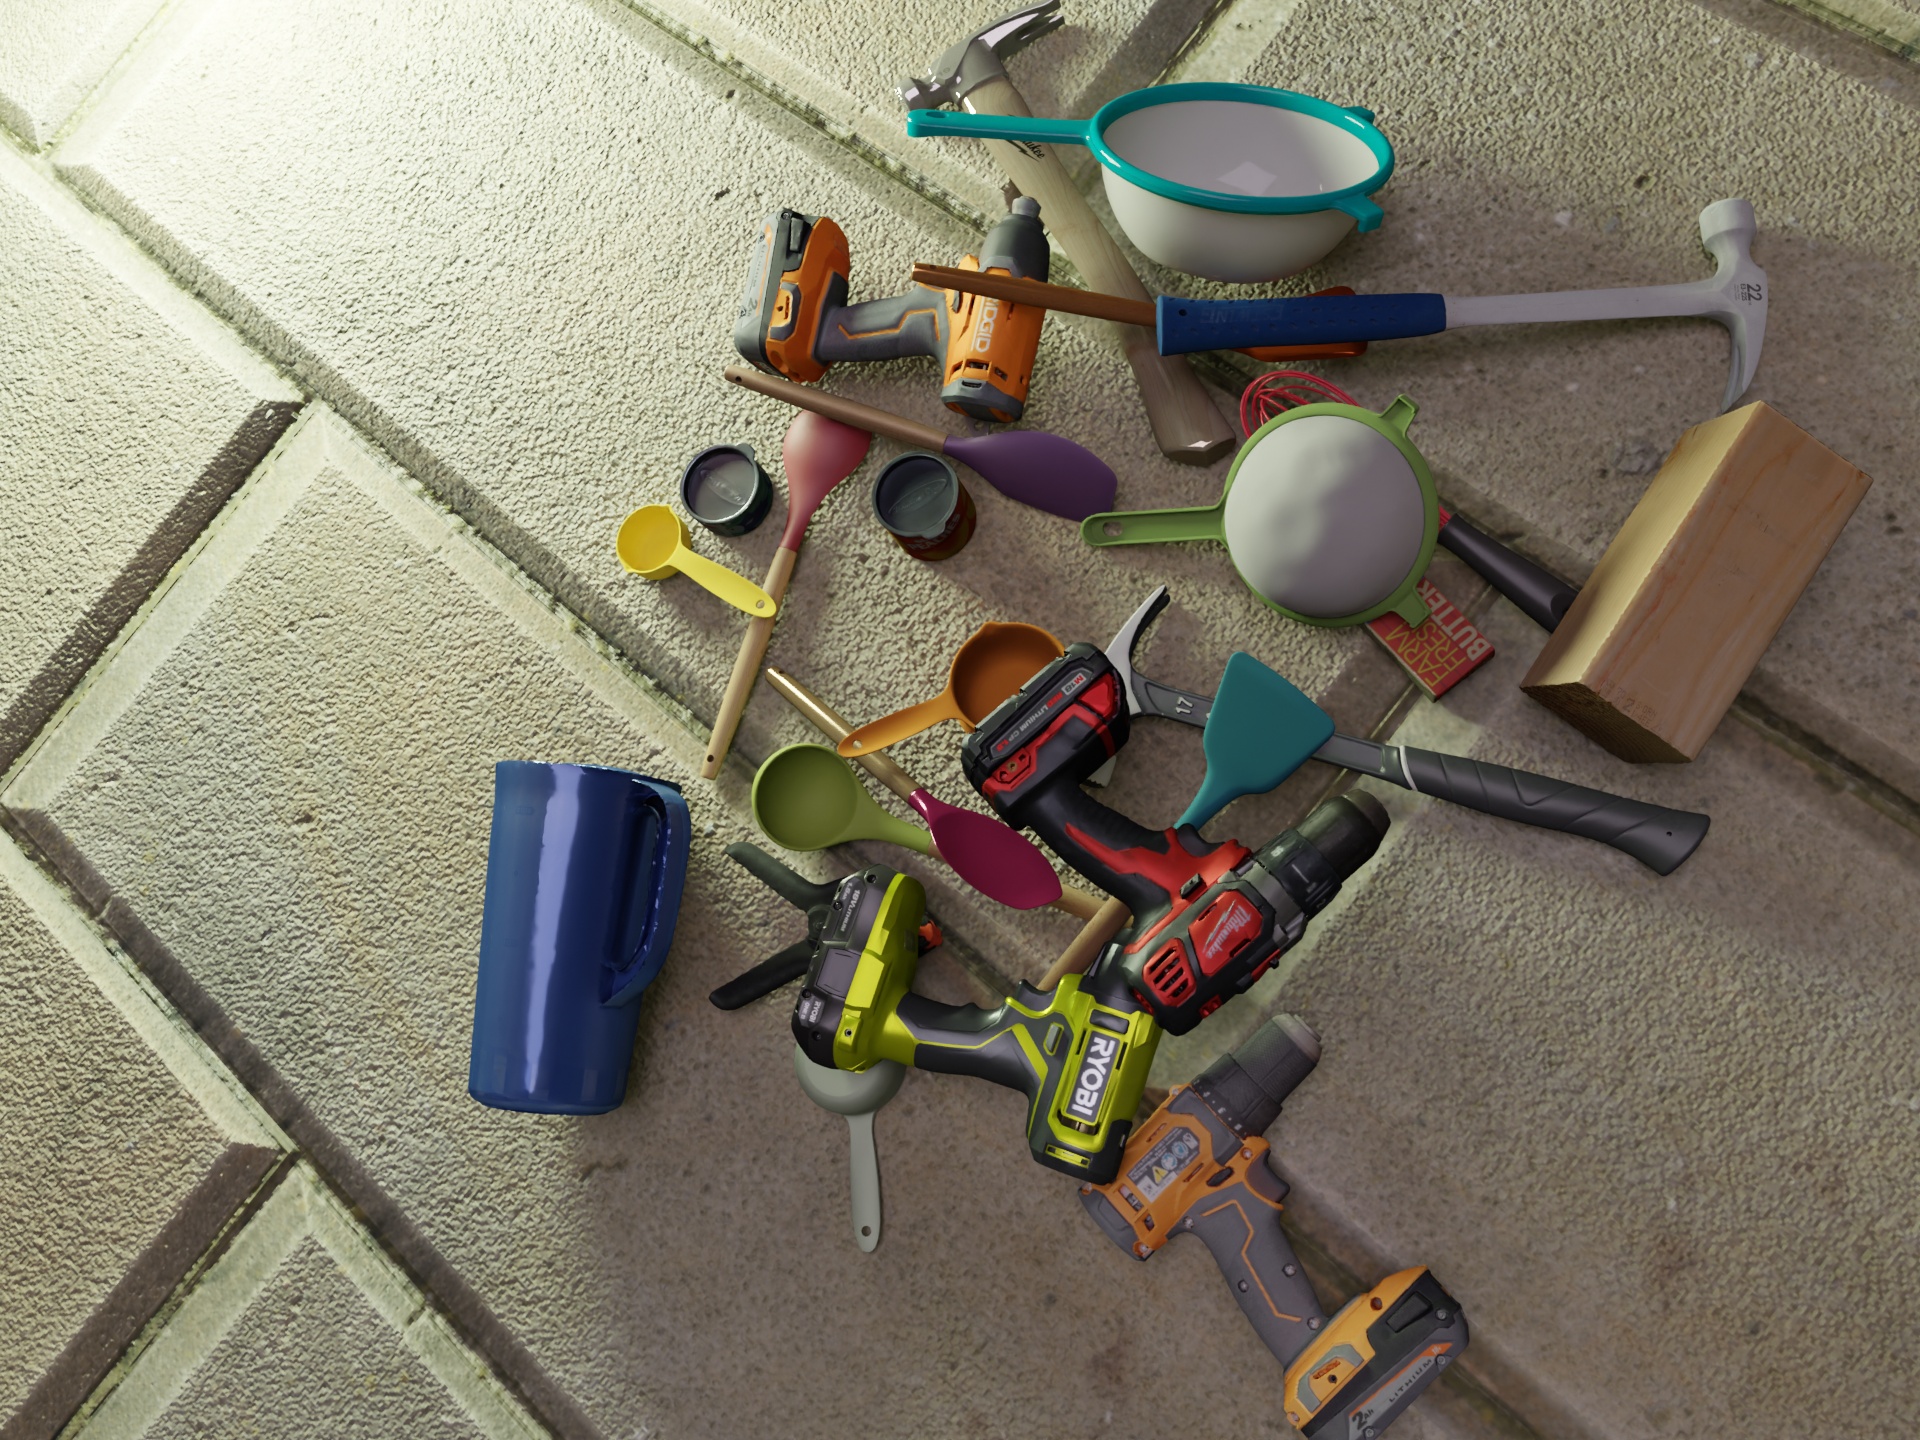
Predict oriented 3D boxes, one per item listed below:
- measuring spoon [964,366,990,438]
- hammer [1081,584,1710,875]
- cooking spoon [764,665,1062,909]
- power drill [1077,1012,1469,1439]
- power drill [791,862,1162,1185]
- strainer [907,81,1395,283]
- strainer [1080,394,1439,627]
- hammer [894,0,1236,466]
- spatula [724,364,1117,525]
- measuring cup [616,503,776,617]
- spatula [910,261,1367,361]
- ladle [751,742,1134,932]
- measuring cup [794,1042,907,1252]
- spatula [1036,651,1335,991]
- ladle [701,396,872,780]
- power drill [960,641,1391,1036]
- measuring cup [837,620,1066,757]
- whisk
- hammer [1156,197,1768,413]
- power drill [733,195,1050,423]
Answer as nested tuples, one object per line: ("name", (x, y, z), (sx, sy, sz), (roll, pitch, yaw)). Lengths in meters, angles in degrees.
("measuring spoon", (0.009, -0.269, 1.216), (0.034, 0.018, 0.124), (-12, 80, 20))
("hammer", (0.279, 0.022, 1.059), (0.409, 0.036, 0.149), (16, 80, 18))
("cooking spoon", (-0.045, 0.040, 1.098), (0.319, 0.068, 0.017), (38, 129, 39))
("power drill", (0.210, 0.311, 0.984), (0.185, 0.084, 0.226), (-46, 65, 0))
("power drill", (0.019, 0.180, 1.028), (0.223, 0.080, 0.171), (16, 79, 17))
("strainer", (0.129, -0.377, 1.134), (0.340, 0.095, 0.211), (7, 42, 6))
("strainer", (0.186, -0.131, 1.071), (0.256, 0.069, 0.151), (1, 104, 32))
("hammer", (0.101, -0.369, 1.202), (0.146, 0.038, 0.411), (-30, 71, 5))
("spatula", (-0.033, -0.215, 1.183), (0.316, 0.018, 0.059), (20, 123, 13))
("measuring cup", (-0.197, -0.114, 1.220), (0.157, 0.029, 0.062), (31, 86, 22))
("spatula", (0.126, -0.297, 1.125), (0.322, 0.041, 0.081), (8, 50, -7))
("ladle", (0.001, 0.096, 1.105), (0.320, 0.062, 0.078), (20, 90, 16))
("measuring cup", (-0.074, 0.277, 1.087), (0.083, 0.038, 0.168), (-10, 72, 13))
("spatula", (0.119, 0.102, 1.048), (0.082, 0.044, 0.317), (40, 97, 17))
("ladle", (-0.140, -0.105, 1.208), (0.069, 0.031, 0.315), (16, 83, 18))
("power drill", (0.130, 0.056, 0.981), (0.188, 0.080, 0.227), (-40, 67, -4))
("measuring cup", (-0.002, -0.004, 1.117), (0.173, 0.052, 0.095), (-22, 70, -2))
("whisk", (0.313, -0.142, 1.081), (0.296, 0.073, 0.073), (39, 89, 13))
("hammer", (0.338, -0.271, 1.076), (0.405, 0.035, 0.144), (-2, 77, 3))
("power drill", (-0.043, -0.320, 1.192), (0.226, 0.084, 0.164), (13, 88, 20))
